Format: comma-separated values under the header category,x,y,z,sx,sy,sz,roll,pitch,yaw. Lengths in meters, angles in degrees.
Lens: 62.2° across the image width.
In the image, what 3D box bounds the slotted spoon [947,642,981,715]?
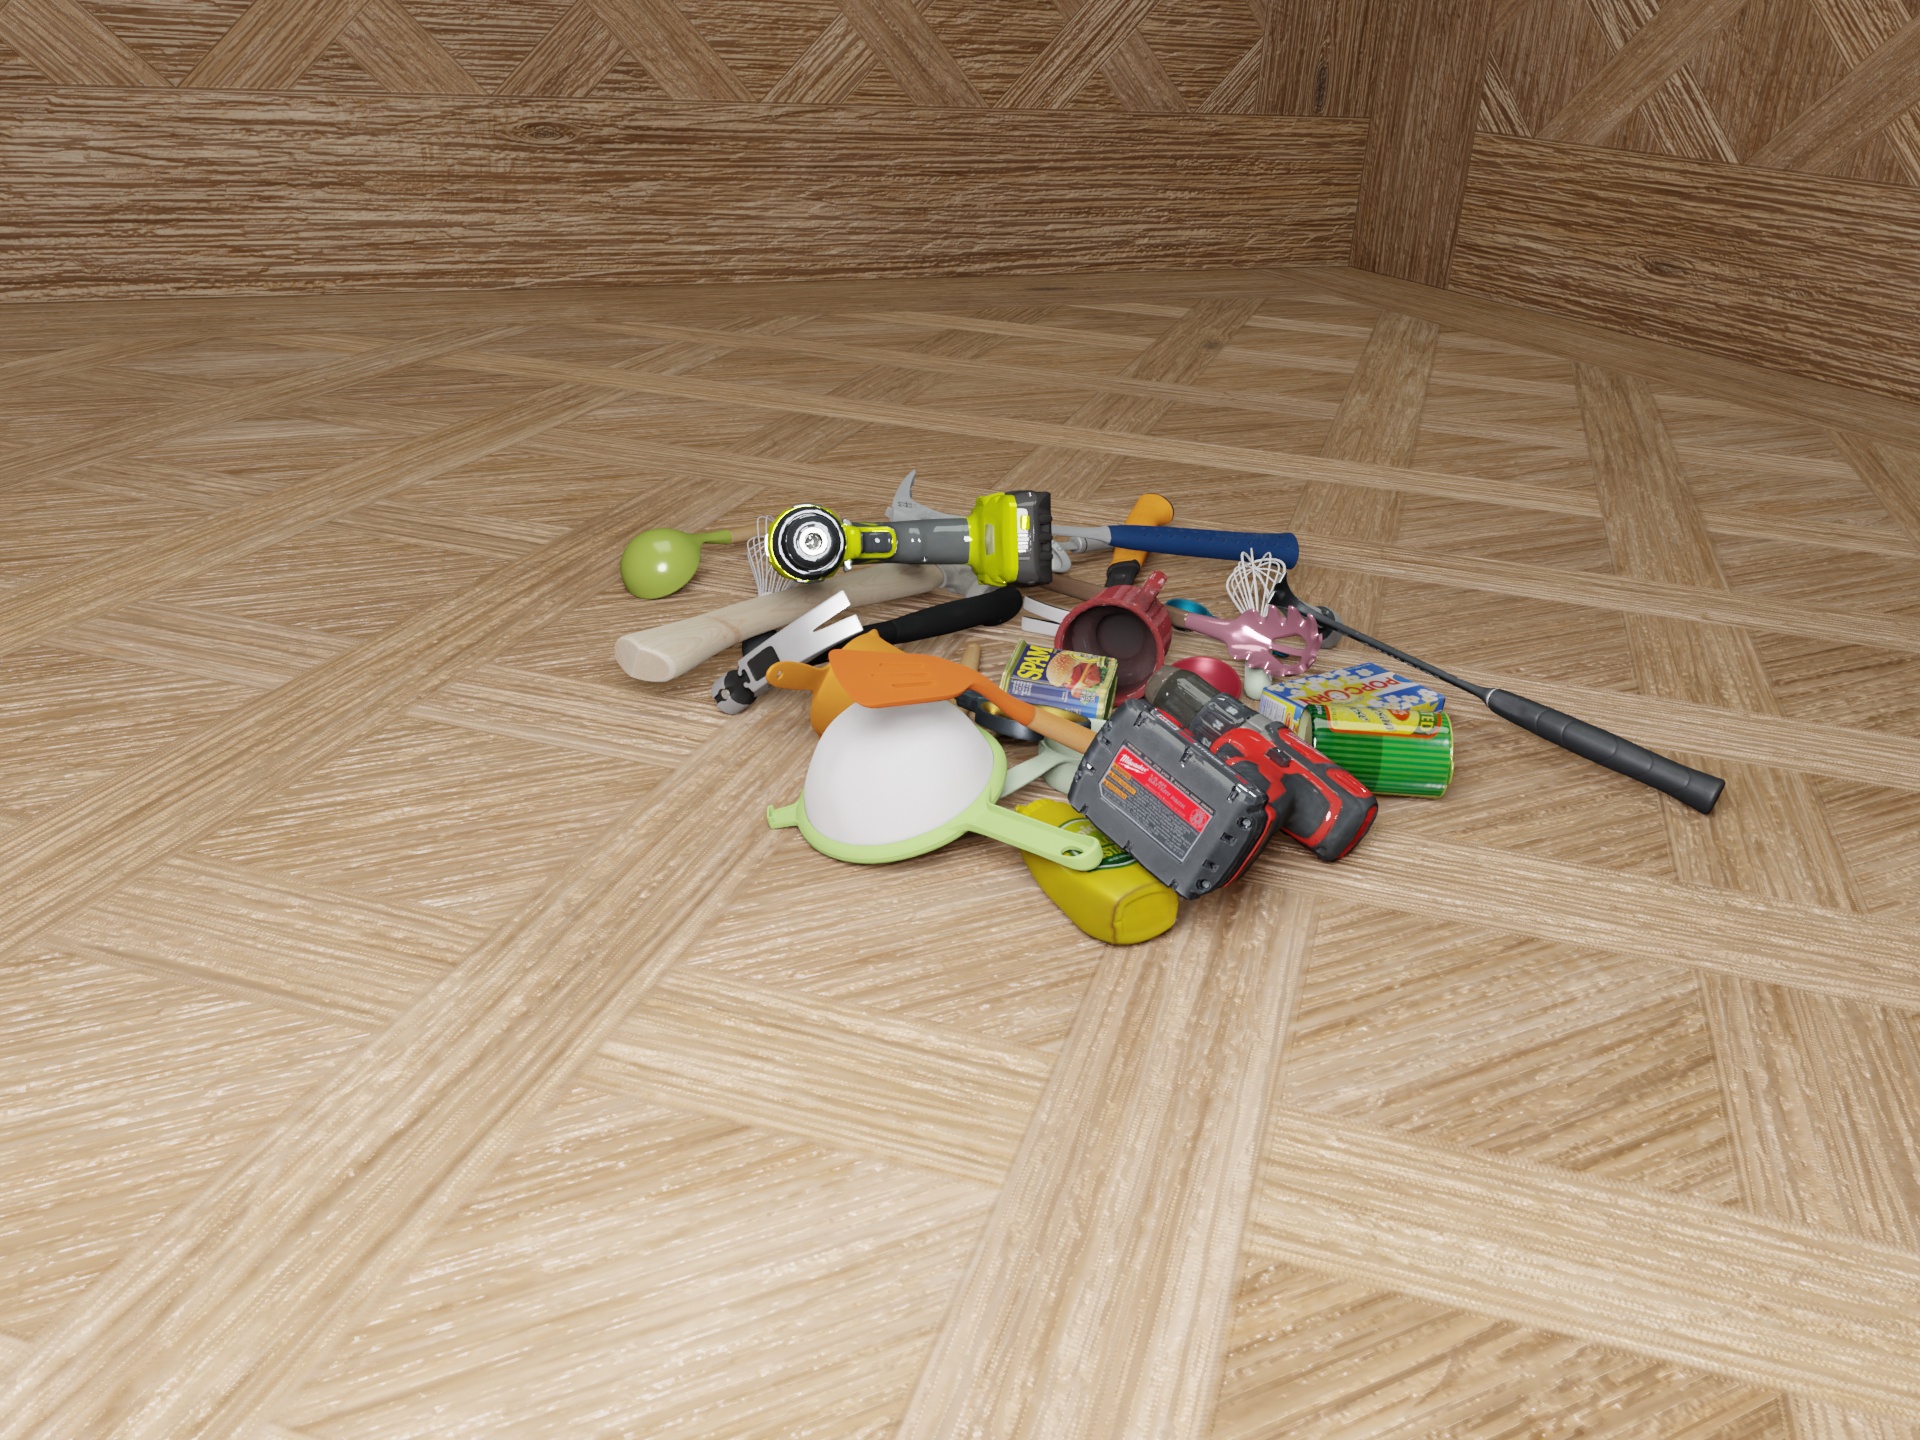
category,x,y,z,sx,sy,sz,roll,pitch,yaw
slotted spoon,-0.002,-0.004,1.261,0.070,0.031,0.314,1,22,5

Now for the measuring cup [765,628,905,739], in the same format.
category,x,y,z,sx,sy,sz,roll,pitch,yaw
measuring cup,-0.082,-0.018,1.163,0.052,0.095,0.173,30,8,21

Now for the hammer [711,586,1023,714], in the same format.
category,x,y,z,sx,sy,sz,roll,pitch,yaw
hammer,-0.050,-0.079,1.345,0.146,0.035,0.334,-33,-9,38

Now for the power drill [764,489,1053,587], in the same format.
category,x,y,z,sx,sy,sz,roll,pitch,yaw
power drill,-0.044,-0.145,1.292,0.228,0.080,0.190,-2,5,-8

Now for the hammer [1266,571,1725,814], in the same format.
category,x,y,z,sx,sy,sz,roll,pitch,yaw
hammer,0.425,-0.025,1.303,0.409,0.036,0.149,31,4,38

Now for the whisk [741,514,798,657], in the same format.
category,x,y,z,sx,sy,sz,roll,pitch,yaw
whisk,-0.175,-0.119,1.461,0.070,0.070,0.285,3,29,-2

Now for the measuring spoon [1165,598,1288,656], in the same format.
category,x,y,z,sx,sy,sz,roll,pitch,yaw
measuring spoon,0.246,-0.079,1.478,0.129,0.021,0.042,28,33,26

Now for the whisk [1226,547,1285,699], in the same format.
category,x,y,z,sx,sy,sz,roll,pitch,yaw
whisk,0.269,-0.088,1.443,0.059,0.057,0.246,-17,28,19

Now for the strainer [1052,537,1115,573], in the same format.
category,x,y,z,sx,sy,sz,roll,pitch,yaw
strainer,0.116,-0.179,1.649,0.258,0.050,0.087,-13,51,-44

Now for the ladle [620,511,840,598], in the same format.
category,x,y,z,sx,sy,sz,roll,pitch,yaw
ladle,-0.221,-0.177,1.612,0.078,0.062,0.320,15,20,29

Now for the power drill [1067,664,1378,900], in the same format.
category,x,y,z,sx,sy,sz,roll,pitch,yaw
power drill,0.163,0.029,1.058,0.188,0.080,0.226,40,24,25

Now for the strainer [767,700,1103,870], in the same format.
category,x,y,z,sx,sy,sz,roll,pitch,yaw
strainer,-0.012,0.036,1.047,0.256,0.069,0.151,18,47,44

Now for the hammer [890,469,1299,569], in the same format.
category,x,y,z,sx,sy,sz,roll,pitch,yaw
hammer,0.130,-0.184,1.542,0.405,0.035,0.144,4,30,-13

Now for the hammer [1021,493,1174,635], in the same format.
category,x,y,z,sx,sy,sz,roll,pitch,yaw
hammer,0.158,-0.159,1.586,0.127,0.034,0.337,10,29,12

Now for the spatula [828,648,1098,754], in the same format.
category,x,y,z,sx,sy,sz,roll,pitch,yaw
spatula,0.060,0.012,1.081,0.322,0.041,0.081,24,17,-30

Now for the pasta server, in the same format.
category,x,y,z,sx,sy,sz,roll,pitch,yaw
pasta server,0.174,-0.097,1.396,0.316,0.060,0.040,19,-5,32

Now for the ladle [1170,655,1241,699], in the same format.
category,x,y,z,sx,sy,sz,roll,pitch,yaw
ladle,0.165,0.024,1.221,0.069,0.031,0.315,8,26,14

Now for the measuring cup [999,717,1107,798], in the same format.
category,x,y,z,sx,sy,sz,roll,pitch,yaw
measuring cup,0.065,0.043,1.154,0.083,0.038,0.167,23,33,36

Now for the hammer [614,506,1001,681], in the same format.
category,x,y,z,sx,sy,sz,roll,pitch,yaw
hammer,-0.139,-0.108,1.387,0.146,0.038,0.410,38,35,24
